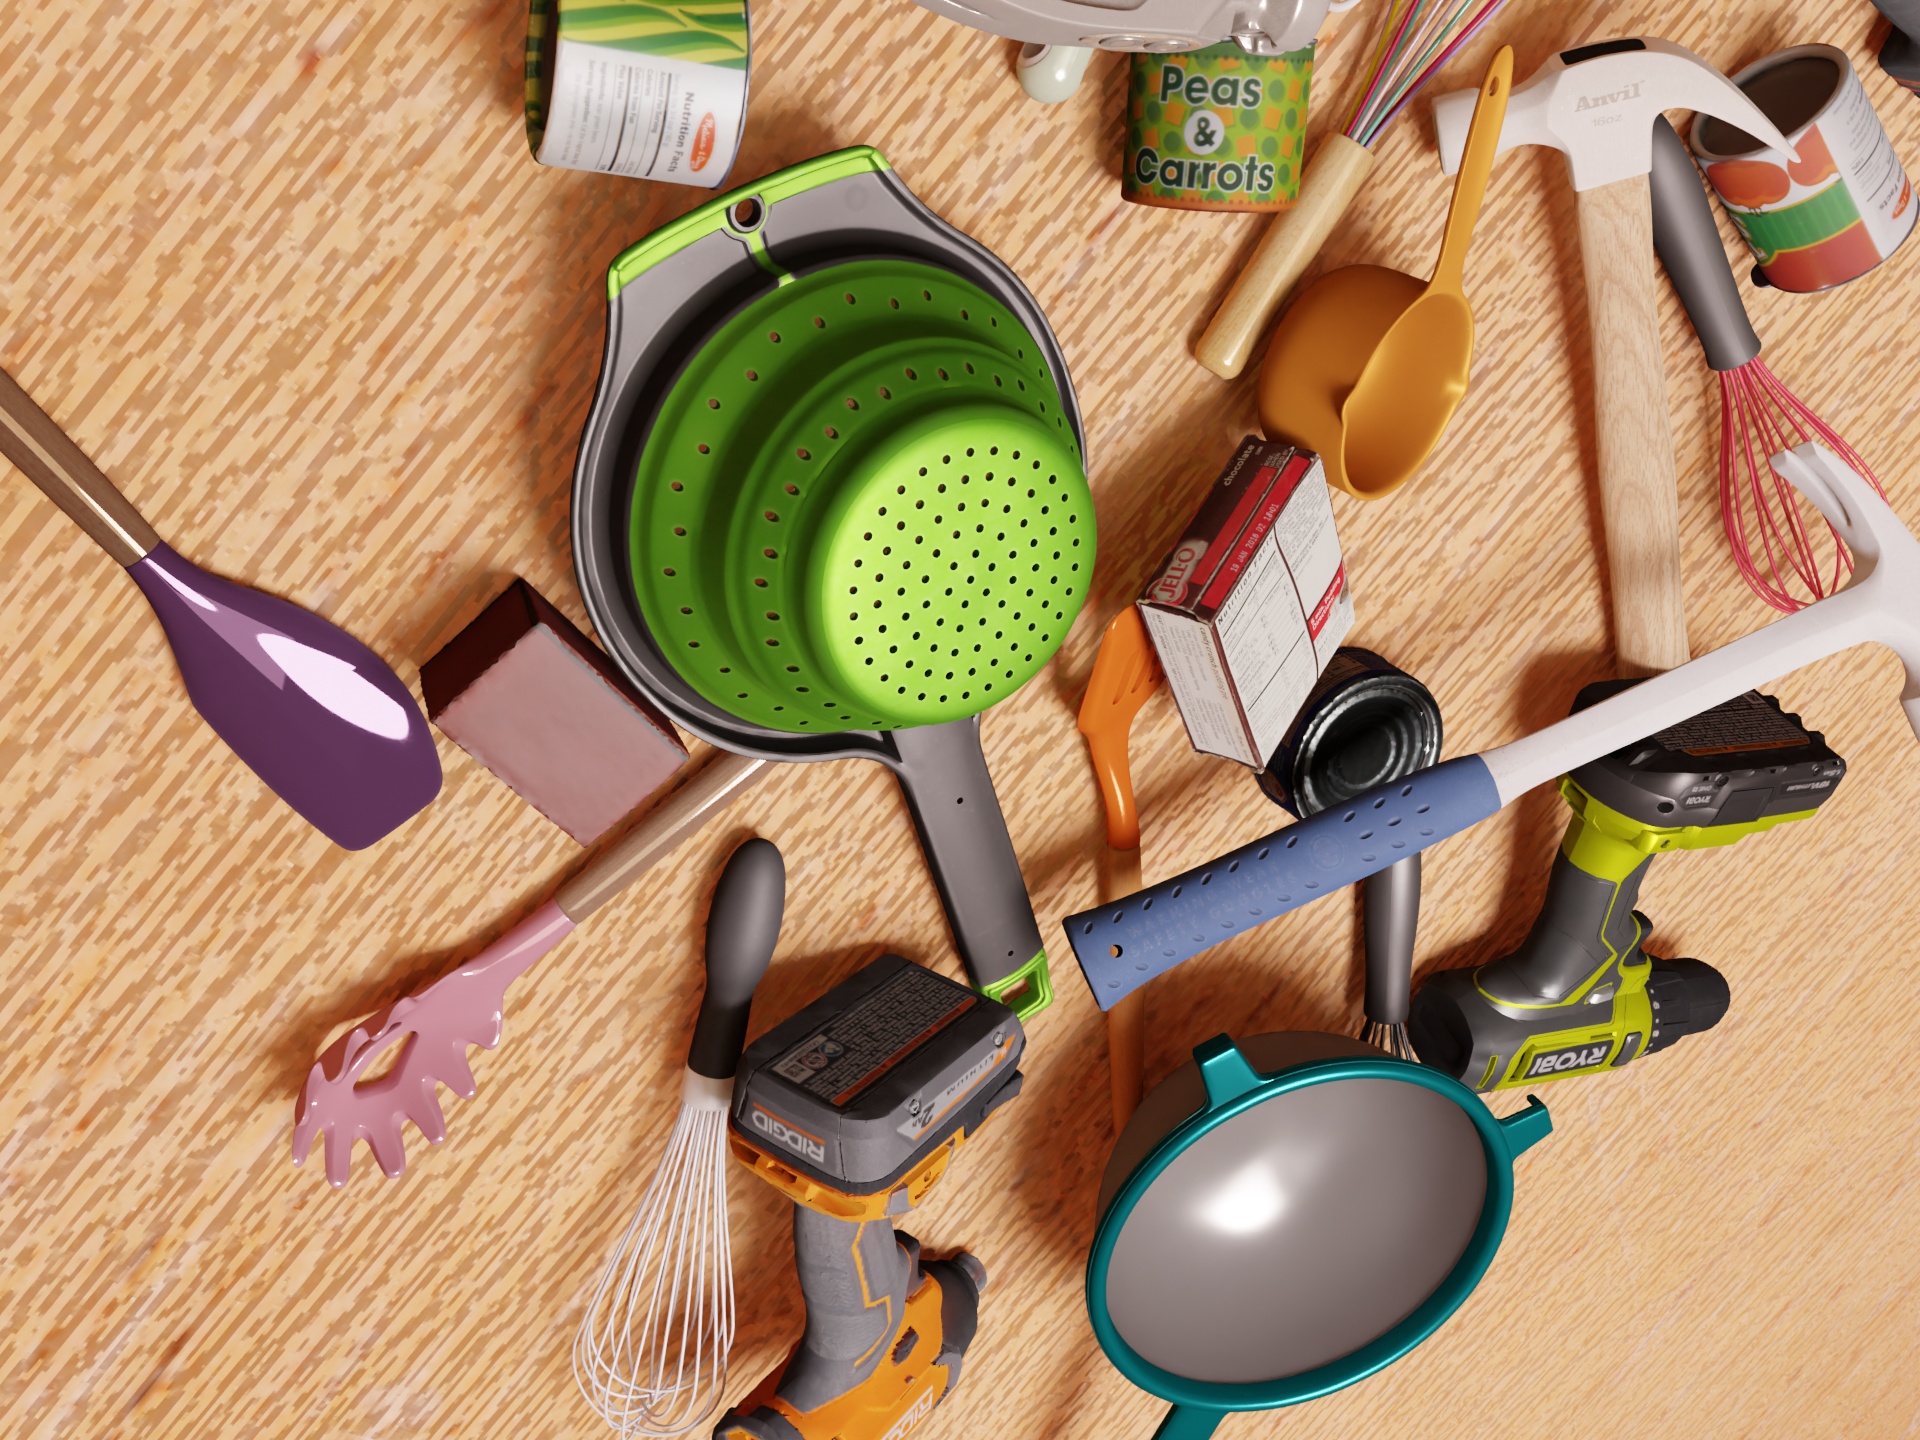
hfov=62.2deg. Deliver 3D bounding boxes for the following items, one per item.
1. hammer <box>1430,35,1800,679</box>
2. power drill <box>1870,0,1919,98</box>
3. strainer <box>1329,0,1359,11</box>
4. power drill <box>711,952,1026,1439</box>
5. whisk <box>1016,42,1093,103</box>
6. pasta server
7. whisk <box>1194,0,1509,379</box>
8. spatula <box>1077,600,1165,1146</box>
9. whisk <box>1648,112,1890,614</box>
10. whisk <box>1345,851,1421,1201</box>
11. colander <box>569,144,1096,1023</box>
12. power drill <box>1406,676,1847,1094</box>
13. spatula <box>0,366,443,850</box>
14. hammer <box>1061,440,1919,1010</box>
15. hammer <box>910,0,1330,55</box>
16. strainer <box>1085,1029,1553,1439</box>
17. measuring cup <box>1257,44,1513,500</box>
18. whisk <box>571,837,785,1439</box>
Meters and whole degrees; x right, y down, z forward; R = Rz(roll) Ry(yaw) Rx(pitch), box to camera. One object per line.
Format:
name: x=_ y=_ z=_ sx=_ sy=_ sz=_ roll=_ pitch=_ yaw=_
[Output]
hammer: x=0.301 y=-0.137 z=0.707 sx=0.130 sy=0.031 sz=0.331 roll=-11 pitch=129 yaw=17
power drill: x=0.395 y=-0.367 z=0.639 sx=0.226 sy=0.080 sz=0.188 roll=16 pitch=105 yaw=-28
strainer: x=0.187 y=-0.373 z=0.549 sx=0.087 sy=0.050 sz=0.258 roll=27 pitch=112 yaw=14
power drill: x=-0.033 y=0.222 z=0.697 sx=0.164 sy=0.084 sz=0.226 roll=-27 pitch=130 yaw=-51
whisk: x=0.078 y=-0.328 z=0.533 sx=0.059 sy=0.058 sz=0.246 roll=11 pitch=112 yaw=-37
pasta server: x=-0.130 y=0.061 z=0.621 sx=0.316 sy=0.040 sz=0.060 roll=-40 pitch=135 yaw=-5
whisk: x=0.168 y=-0.240 z=0.616 sx=0.047 sy=0.051 sz=0.245 roll=23 pitch=105 yaw=-37
spatula: x=0.081 y=0.079 z=0.722 sx=0.081 sy=0.041 sz=0.322 roll=-30 pitch=127 yaw=-39
whisk: x=0.365 y=-0.154 z=0.736 sx=0.073 sy=0.073 sz=0.295 roll=-40 pitch=118 yaw=-3
whisk: x=0.216 y=0.150 z=0.814 sx=0.055 sy=0.055 sz=0.238 roll=-11 pitch=112 yaw=-20
colander: x=-0.001 y=-0.002 z=0.595 sx=0.204 sy=0.095 sz=0.396 roll=-31 pitch=128 yaw=-17
power drill: x=0.348 y=0.092 z=0.814 sx=0.190 sy=0.080 sz=0.228 roll=-4 pitch=126 yaw=-22
spatula: x=-0.277 y=-0.074 z=0.504 sx=0.060 sy=0.018 sz=0.315 roll=-38 pitch=124 yaw=-5
hammer: x=0.233 y=0.016 z=0.683 sx=0.405 sy=0.035 sz=0.144 roll=-24 pitch=87 yaw=-2
hammer: x=0.037 y=-0.401 z=0.428 sx=0.146 sy=0.038 sz=0.410 roll=-9 pitch=104 yaw=-28
strainer: x=0.126 y=0.279 z=0.792 sx=0.211 sy=0.095 sz=0.340 roll=15 pitch=113 yaw=-21
measuring cup: x=0.167 y=-0.175 z=0.621 sx=0.095 sy=0.052 sz=0.173 roll=-17 pitch=128 yaw=-43
whisk: x=-0.114 y=0.182 z=0.676 sx=0.070 sy=0.070 sz=0.284 roll=7 pitch=105 yaw=-27
